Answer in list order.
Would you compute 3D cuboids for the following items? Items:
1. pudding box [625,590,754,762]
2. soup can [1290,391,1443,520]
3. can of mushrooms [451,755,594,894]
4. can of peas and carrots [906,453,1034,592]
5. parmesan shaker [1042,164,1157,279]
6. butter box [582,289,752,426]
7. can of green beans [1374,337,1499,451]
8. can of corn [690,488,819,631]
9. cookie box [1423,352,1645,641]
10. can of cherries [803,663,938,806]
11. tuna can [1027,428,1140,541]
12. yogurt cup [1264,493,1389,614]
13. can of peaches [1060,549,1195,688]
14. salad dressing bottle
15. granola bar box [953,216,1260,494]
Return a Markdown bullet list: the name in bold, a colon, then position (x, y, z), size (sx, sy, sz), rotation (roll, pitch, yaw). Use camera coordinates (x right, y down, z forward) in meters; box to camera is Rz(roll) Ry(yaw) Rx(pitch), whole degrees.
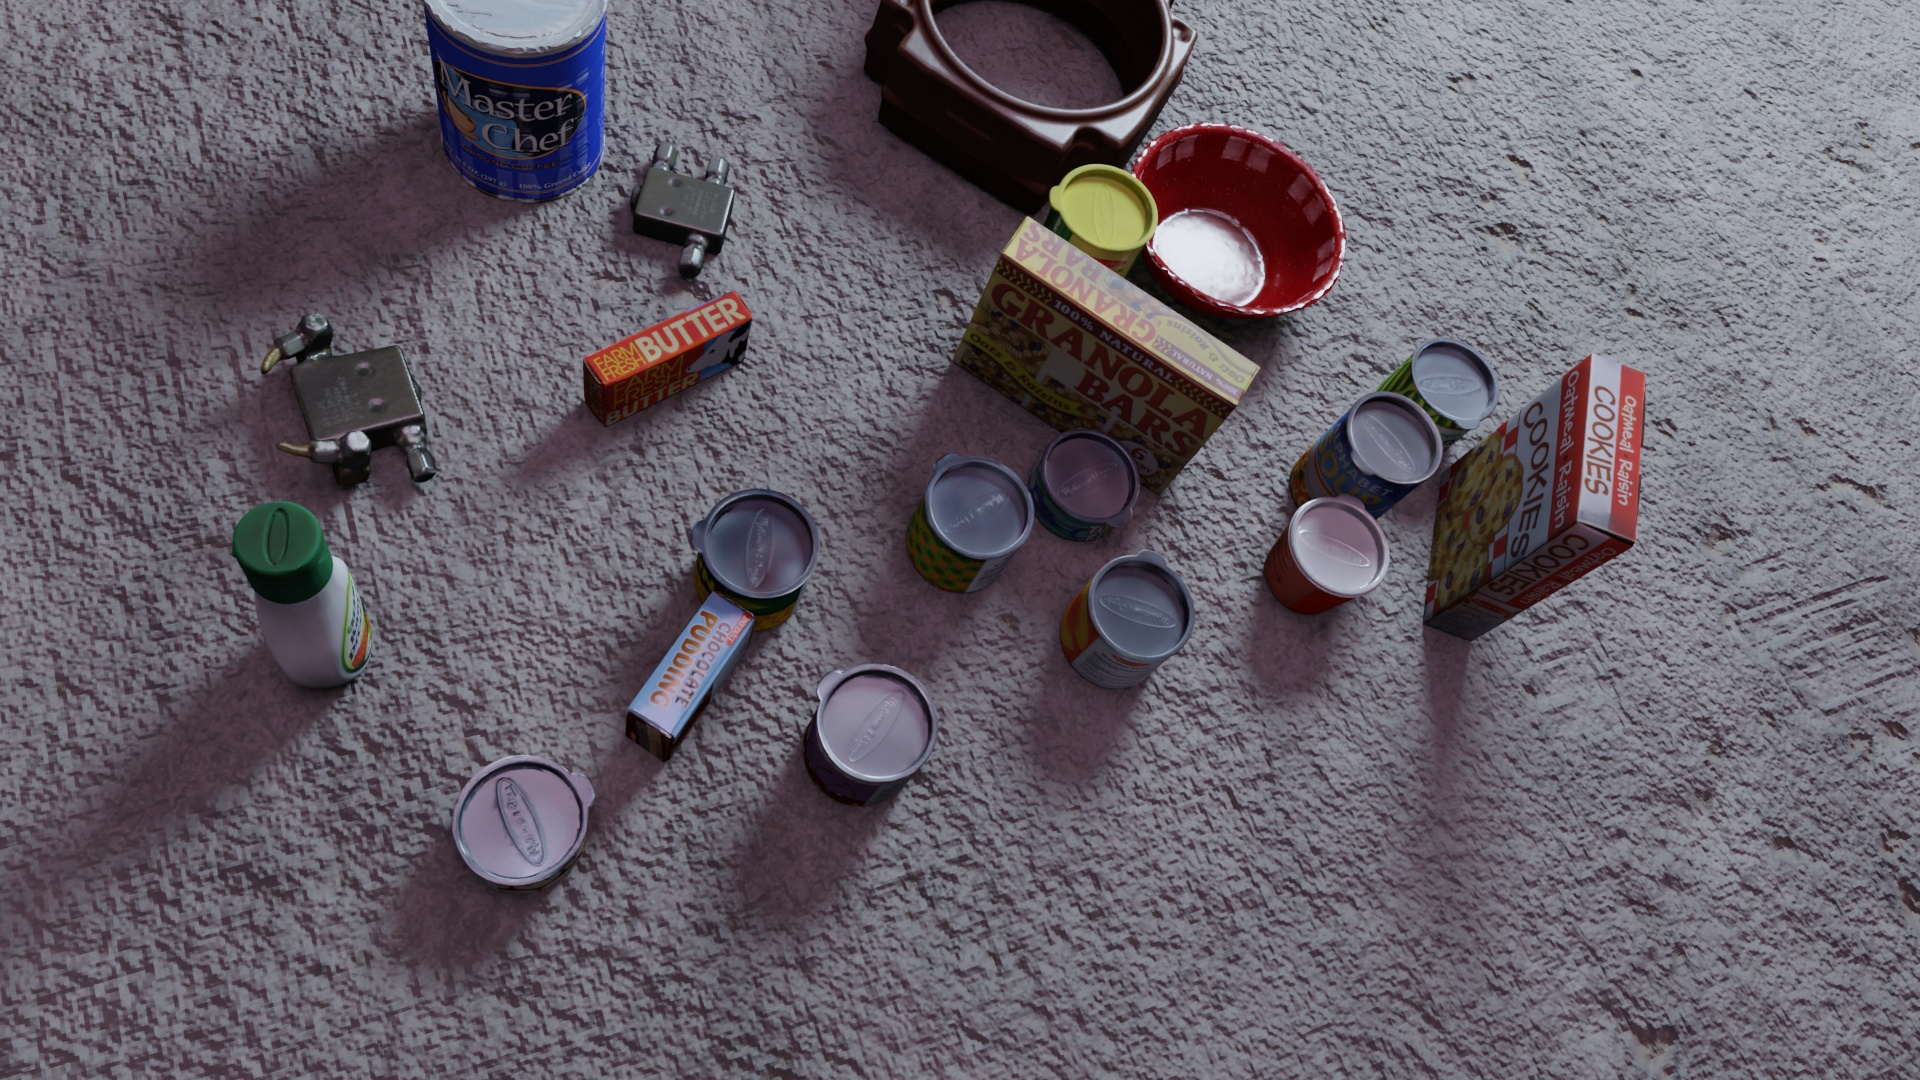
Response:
- **pudding box**: position (-0.147, 0.074, 0.759), size (0.030, 0.049, 0.084), rotation (32, 62, 0)
- **soup can**: position (0.261, -0.048, 0.906), size (0.071, 0.083, 0.071), rotation (6, 65, -13)
- **can of mushrooms**: position (-0.223, 0.146, 0.715), size (0.071, 0.033, 0.071), rotation (6, 65, -13)
- **can of peas and carrots**: position (0.003, -0.010, 0.833), size (0.071, 0.058, 0.071), rotation (6, 65, -13)
- **parmesan shaker**: position (0.077, -0.188, 0.910), size (0.071, 0.102, 0.071), rotation (6, 65, -13)
- **butter box**: position (-0.175, -0.109, 0.834), size (0.104, 0.053, 0.024), rotation (-30, 77, -25)
- **can of green beans**: position (0.327, -0.098, 0.961), size (0.071, 0.057, 0.071), rotation (6, 65, -13)
- **can of corn**: position (-0.119, 0.012, 0.791), size (0.071, 0.058, 0.071), rotation (6, 65, -13)
- **cookie box**: position (0.359, -0.023, 0.874), size (0.040, 0.166, 0.123), rotation (20, 63, -5)
- **can of cherries**: position (-0.052, 0.106, 0.766), size (0.071, 0.058, 0.072), rotation (6, 65, -13)
- **tuna can**: position (0.079, -0.033, 0.879), size (0.071, 0.032, 0.071), rotation (6, 65, -13)
- **yogurt cup**: position (0.230, 0.013, 0.887), size (0.072, 0.053, 0.072), rotation (6, 65, -13)
- **can of peaches**: position (0.100, 0.048, 0.833), size (0.071, 0.057, 0.071), rotation (6, 65, -13)
- **salad dressing bottle**: position (-0.320, 0.028, 0.679), size (0.044, 0.147, 0.064), rotation (0, 67, -15)
- **granola bar box**: position (0.085, -0.110, 0.864), size (0.165, 0.123, 0.039), rotation (33, 62, 1)
